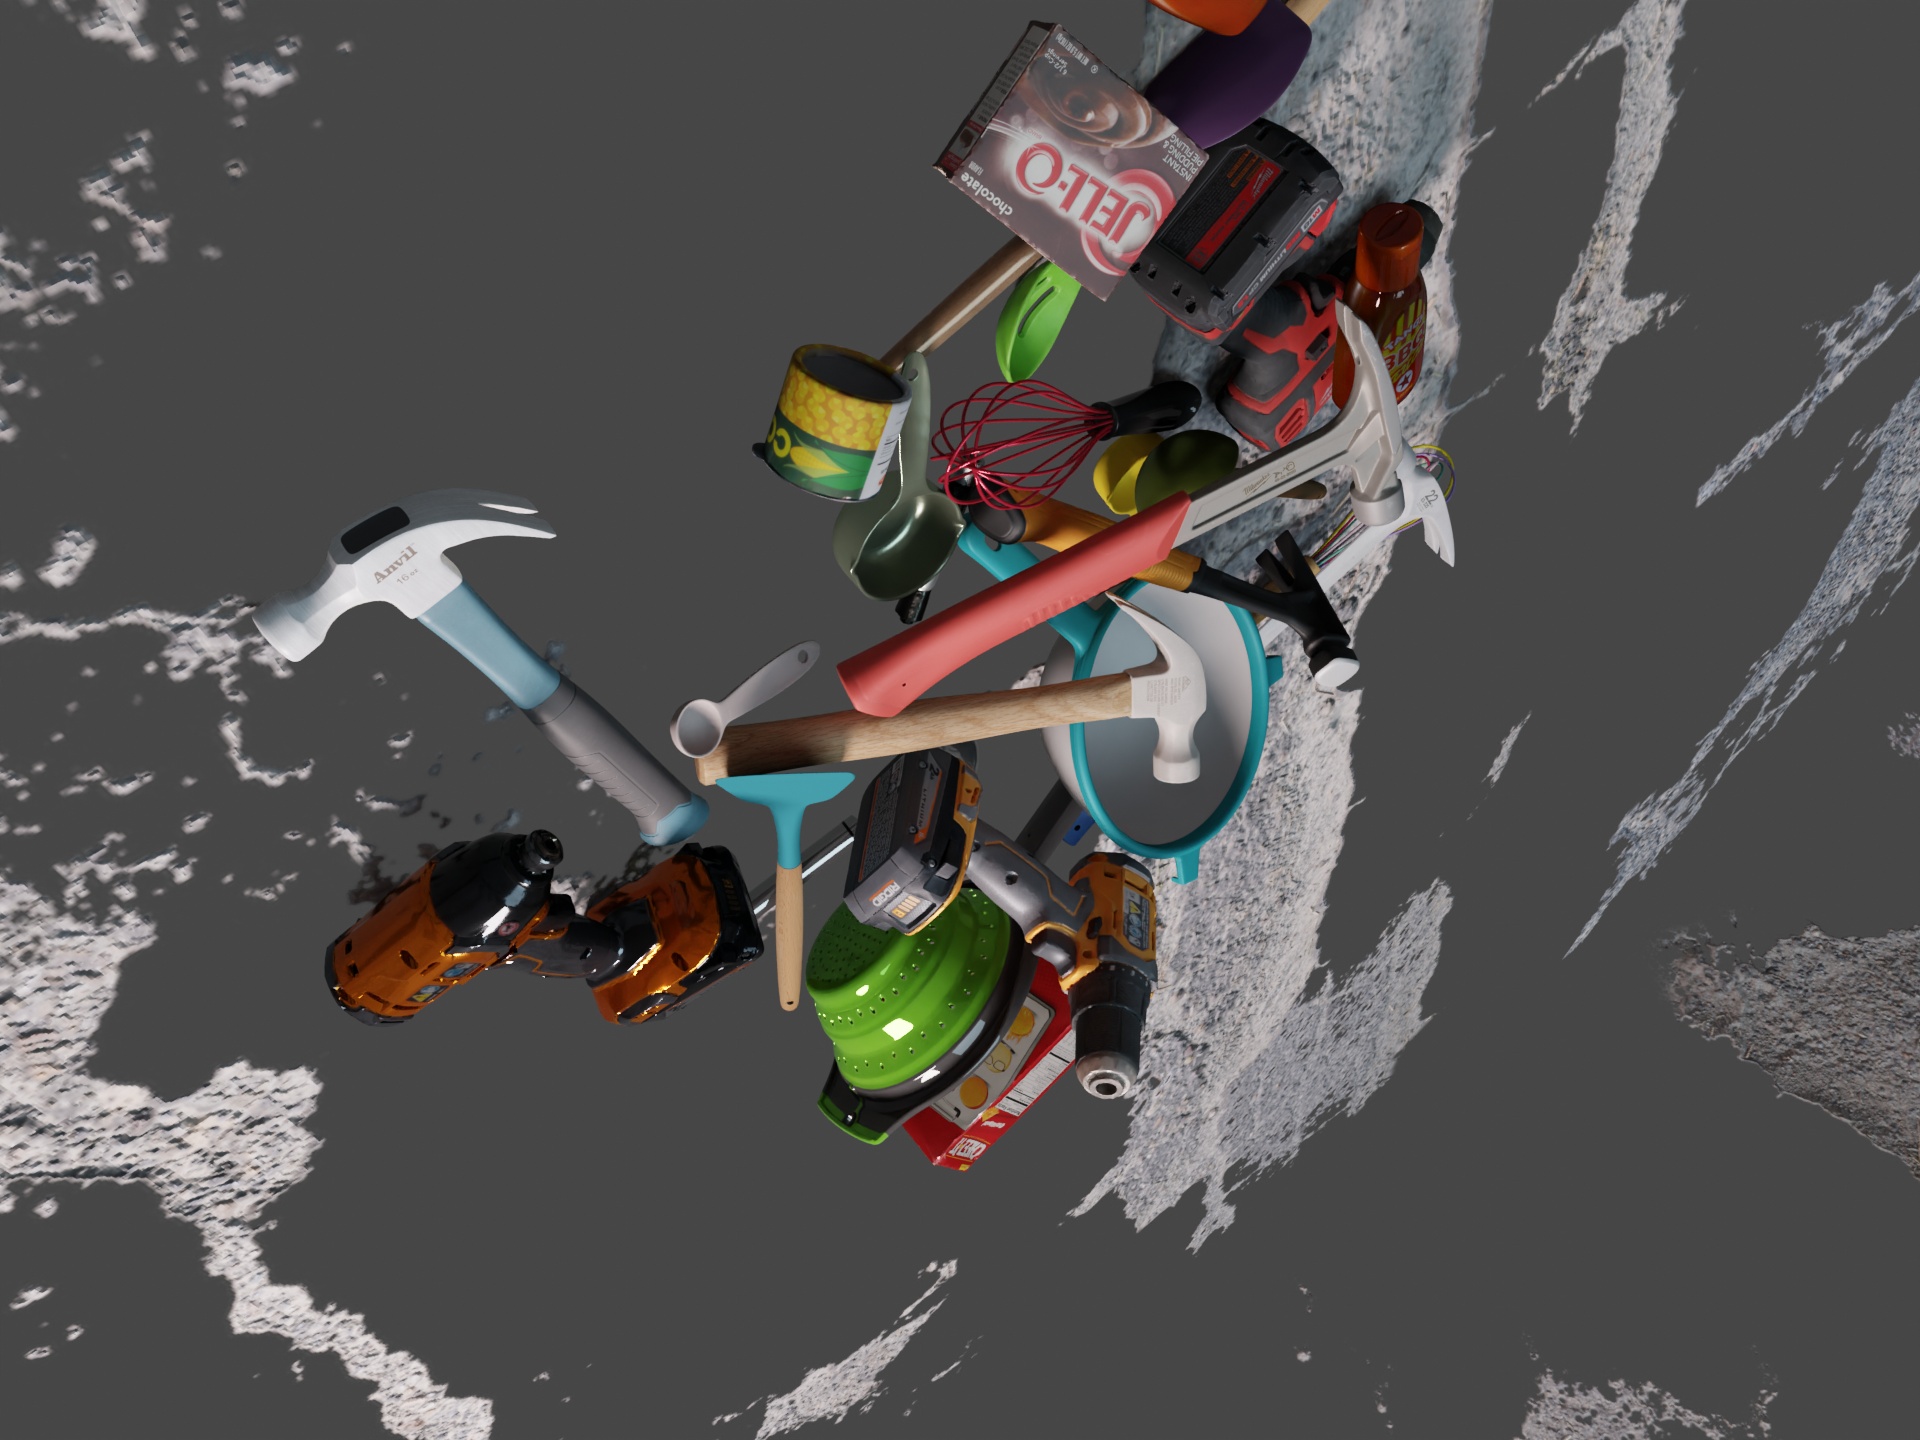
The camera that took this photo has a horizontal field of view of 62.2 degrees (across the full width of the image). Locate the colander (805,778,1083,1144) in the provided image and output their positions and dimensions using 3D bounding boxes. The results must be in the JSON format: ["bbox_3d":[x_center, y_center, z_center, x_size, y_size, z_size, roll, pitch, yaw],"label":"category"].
[{"bbox_3d":[0.000,0.118,1.192,0.094,0.205,0.397,43,74,-25],"label":"colander"}]

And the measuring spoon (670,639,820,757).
[{"bbox_3d":[-0.129,-0.017,0.948,0.124,0.018,0.034,-38,122,-41],"label":"measuring spoon"}]

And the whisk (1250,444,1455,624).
[{"bbox_3d":[0.301,-0.143,1.293,0.245,0.051,0.047,-38,127,-3],"label":"whisk"}]

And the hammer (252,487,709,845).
[{"bbox_3d":[-0.221,-0.010,0.851,0.128,0.033,0.330,-40,148,-5],"label":"hammer"}]

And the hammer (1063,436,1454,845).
[{"bbox_3d":[0.226,-0.046,1.271,0.405,0.035,0.143,-44,135,11],"label":"hammer"}]

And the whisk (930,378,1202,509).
[{"bbox_3d":[0.073,-0.174,0.941,0.296,0.073,0.073,-26,147,-53],"label":"whisk"}]

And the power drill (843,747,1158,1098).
[{"bbox_3d":[0.037,0.134,1.051,0.226,0.186,0.084,31,129,-20],"label":"power drill"}]

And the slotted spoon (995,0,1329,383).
[{"bbox_3d":[0.121,-0.317,0.890,0.314,0.031,0.070,-49,164,2],"label":"slotted spoon"}]

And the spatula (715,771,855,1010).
[{"bbox_3d":[-0.116,0.117,1.060,0.082,0.044,0.317,-2,140,-7],"label":"spatula"}]

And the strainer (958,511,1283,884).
[{"bbox_3d":[0.085,-0.042,1.116,0.340,0.095,0.211,38,70,-37],"label":"strainer"}]

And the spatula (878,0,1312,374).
[{"bbox_3d":[0.061,-0.274,0.856,0.316,0.060,0.018,-40,163,3],"label":"spatula"}]

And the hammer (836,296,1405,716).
[{"bbox_3d":[0.090,-0.105,0.931,0.359,0.037,0.149,-26,132,1],"label":"hammer"}]

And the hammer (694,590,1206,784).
[{"bbox_3d":[-0.002,-0.003,1.002,0.331,0.031,0.130,-8,111,-14],"label":"hammer"}]

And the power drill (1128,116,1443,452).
[{"bbox_3d":[0.212,-0.282,0.992,0.188,0.080,0.226,-50,151,8],"label":"power drill"}]

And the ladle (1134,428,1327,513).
[{"bbox_3d":[0.205,-0.158,1.102,0.078,0.062,0.320,-48,161,25],"label":"ladle"}]

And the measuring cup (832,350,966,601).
[{"bbox_3d":[-0.038,-0.143,0.903,0.083,0.038,0.167,-26,142,-27],"label":"measuring cup"}]

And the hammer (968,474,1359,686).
[{"bbox_3d":[0.135,-0.108,1.049,0.336,0.127,0.034,13,135,-40],"label":"hammer"}]

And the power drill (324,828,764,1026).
[{"bbox_3d":[-0.221,0.116,0.915,0.164,0.084,0.226,-35,153,27],"label":"power drill"}]

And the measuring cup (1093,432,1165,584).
[{"bbox_3d":[0.114,-0.143,1.093,0.062,0.029,0.156,-30,156,-14],"label":"measuring cup"}]

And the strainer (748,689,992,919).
[{"bbox_3d":[-0.066,0.073,1.119,0.258,0.050,0.086,-37,158,-6],"label":"strainer"}]
